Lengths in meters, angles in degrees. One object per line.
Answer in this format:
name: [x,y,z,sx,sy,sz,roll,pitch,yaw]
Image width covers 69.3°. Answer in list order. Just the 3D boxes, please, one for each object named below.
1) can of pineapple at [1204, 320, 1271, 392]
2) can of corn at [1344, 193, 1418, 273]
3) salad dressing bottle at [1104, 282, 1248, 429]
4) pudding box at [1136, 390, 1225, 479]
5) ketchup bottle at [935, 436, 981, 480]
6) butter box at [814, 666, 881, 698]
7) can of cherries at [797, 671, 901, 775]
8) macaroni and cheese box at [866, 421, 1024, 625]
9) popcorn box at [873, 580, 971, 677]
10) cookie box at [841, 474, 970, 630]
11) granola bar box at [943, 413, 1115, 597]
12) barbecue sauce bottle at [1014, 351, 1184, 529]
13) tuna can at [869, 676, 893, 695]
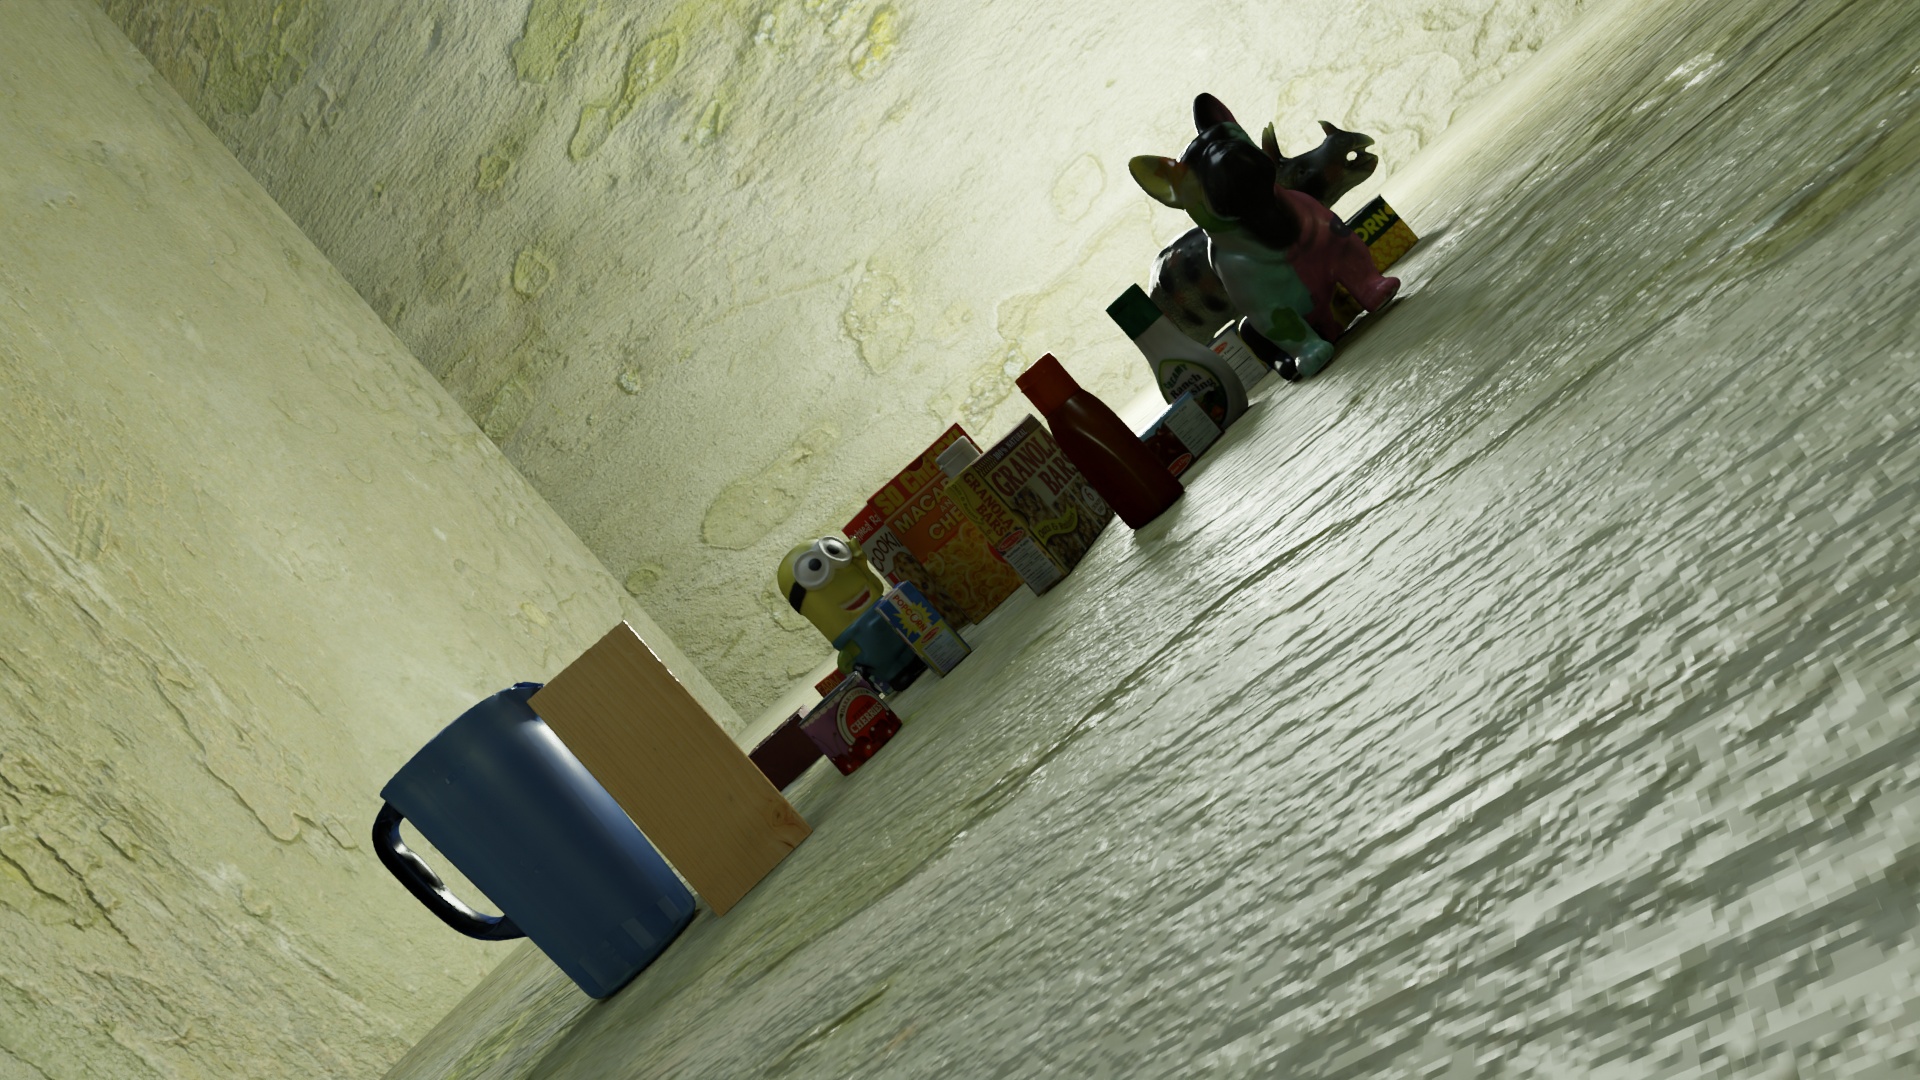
can of pineapple: [0.264,-0.173,1.359,0.071,0.058,0.071,-42,2,2]
can of corn: [0.397,-0.290,1.339,0.071,0.058,0.071,-42,2,2]
salad dressing bottle: [0.187,-0.158,1.212,0.064,0.147,0.044,-40,2,39]
pudding box: [0.177,-0.082,1.171,0.084,0.049,0.030,-43,2,-27]
ketchup bottle: [0.038,-0.030,1.292,0.043,0.149,0.064,-42,2,-15]
butter box: [-0.123,0.164,1.589,0.024,0.053,0.103,-43,2,-41]
can of cherries: [-0.090,0.150,1.143,0.071,0.058,0.071,-42,2,2]
macaroni and cheese box: [0.005,-0.018,1.401,0.124,0.166,0.040,-42,2,-4]
popcorn box: [-0.037,0.080,1.270,0.038,0.085,0.126,-42,2,-6]
cookie box: [-0.043,0.020,1.487,0.040,0.167,0.122,-43,2,-29]
granola bar box: [0.066,-0.036,1.231,0.039,0.124,0.166,-41,2,29]
barbecue sauce bottle: [0.103,-0.078,1.064,0.044,0.148,0.064,-42,2,-25]
tuna can: [-0.068,0.133,1.476,0.071,0.033,0.071,-42,2,2]
